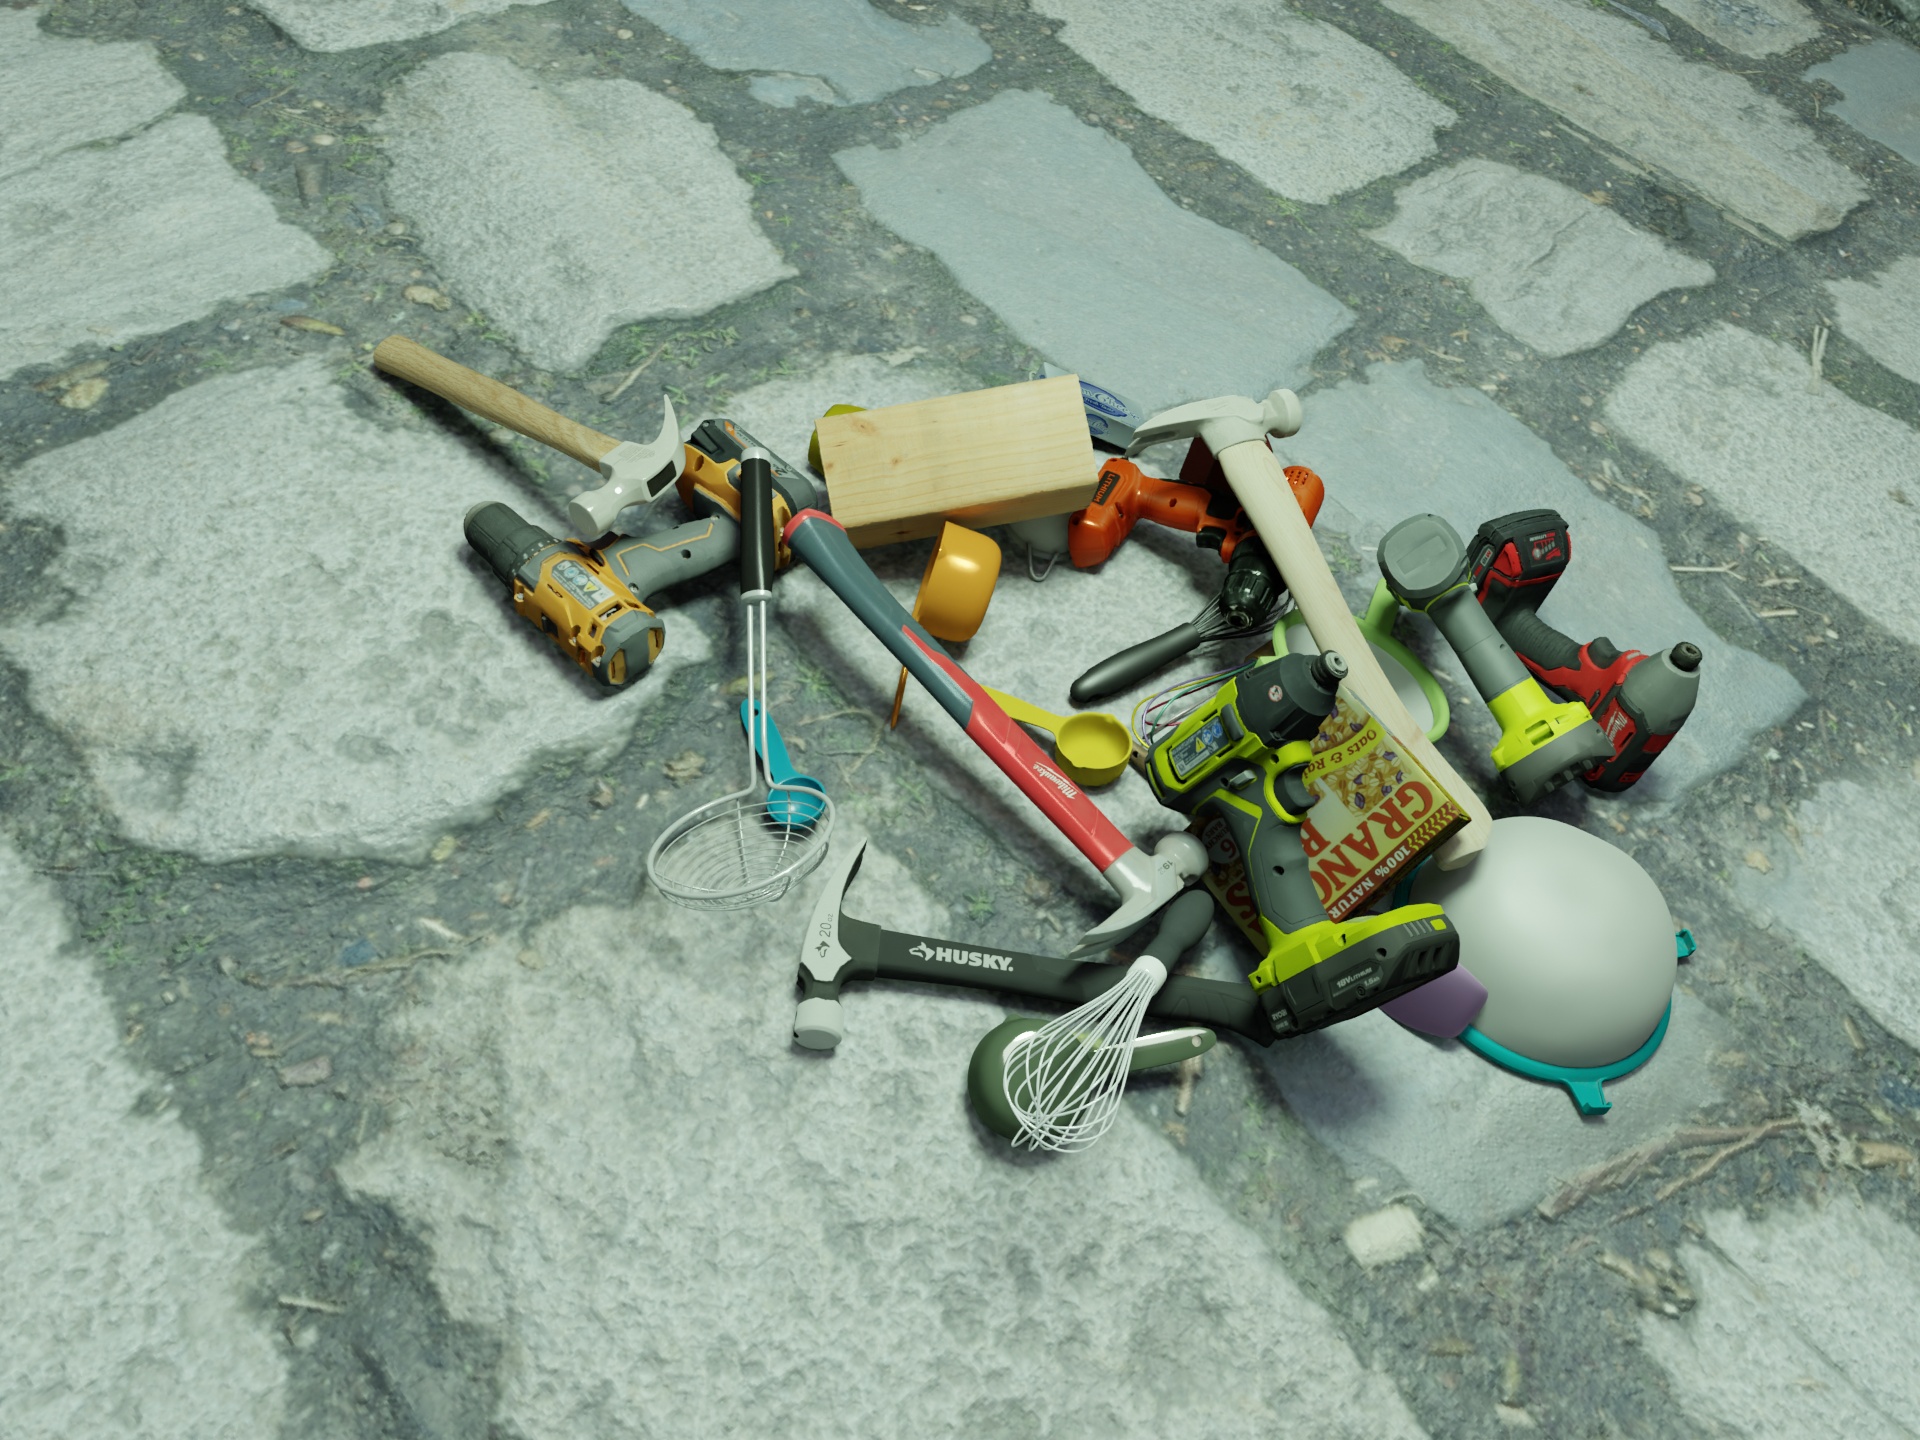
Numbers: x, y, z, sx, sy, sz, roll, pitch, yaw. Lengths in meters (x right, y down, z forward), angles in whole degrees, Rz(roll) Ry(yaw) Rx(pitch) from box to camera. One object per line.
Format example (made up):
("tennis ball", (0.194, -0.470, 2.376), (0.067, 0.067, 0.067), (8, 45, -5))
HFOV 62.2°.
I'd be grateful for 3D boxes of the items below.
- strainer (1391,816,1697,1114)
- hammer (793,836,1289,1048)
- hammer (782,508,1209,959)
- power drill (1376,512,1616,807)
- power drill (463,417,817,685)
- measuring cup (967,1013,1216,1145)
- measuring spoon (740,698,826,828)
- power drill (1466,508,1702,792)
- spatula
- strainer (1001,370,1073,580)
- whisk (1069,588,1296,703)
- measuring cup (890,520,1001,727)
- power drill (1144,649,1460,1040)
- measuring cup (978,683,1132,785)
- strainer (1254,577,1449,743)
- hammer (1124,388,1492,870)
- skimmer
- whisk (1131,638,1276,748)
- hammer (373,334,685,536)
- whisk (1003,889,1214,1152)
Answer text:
("strainer", (0.375, 0.105, 1.145), (0.340, 0.095, 0.211), (37, 53, 15))
("hammer", (0.061, 0.167, 1.057), (0.334, 0.035, 0.146), (9, 51, -7))
("hammer", (-0.002, -0.004, 1.112), (0.386, 0.038, 0.143), (46, 44, 14))
("power drill", (0.406, -0.050, 1.234), (0.080, 0.190, 0.229), (-33, 77, 15))
("power drill", (-0.244, -0.143, 1.208), (0.185, 0.084, 0.226), (39, 57, 20))
("measuring cup", (0.088, 0.215, 0.996), (0.167, 0.038, 0.083), (-10, 80, -14))
("measuring spoon", (-0.130, 0.032, 1.135), (0.042, 0.021, 0.129), (-22, 50, -11))
("power drill", (0.496, -0.064, 1.282), (0.078, 0.143, 0.220), (-13, 54, -26))
("spatula", (0.235, 0.113, 1.144), (0.316, 0.060, 0.018), (40, 11, 23))
("strainer", (0.070, -0.225, 1.376), (0.086, 0.050, 0.259), (18, 45, -20))
("whisk", (0.182, -0.067, 1.273), (0.239, 0.055, 0.055), (-26, 62, -25))
("measuring cup", (-0.011, -0.067, 1.211), (0.052, 0.095, 0.174), (16, 68, -7))
("power drill", (0.220, 0.076, 1.025), (0.080, 0.171, 0.223), (-6, 65, -37))
("measuring cup", (0.055, 0.006, 1.199), (0.156, 0.029, 0.062), (22, 49, 20))
("strainer", (0.315, -0.040, 1.277), (0.151, 0.069, 0.256), (31, 36, 4))
("hammer", (0.263, -0.074, 1.173), (0.146, 0.038, 0.411), (-14, 64, -17))
("skimmer", (-0.149, -0.041, 1.088), (0.127, 0.090, 0.364), (-9, 67, 13))
("whisk", (0.217, -0.037, 1.254), (0.047, 0.051, 0.245), (23, 40, 37))
("hammer", (-0.342, -0.240, 1.234), (0.331, 0.031, 0.130), (28, 55, 30))
("whisk", (0.103, 0.173, 0.979), (0.070, 0.070, 0.284), (33, 34, 13))
